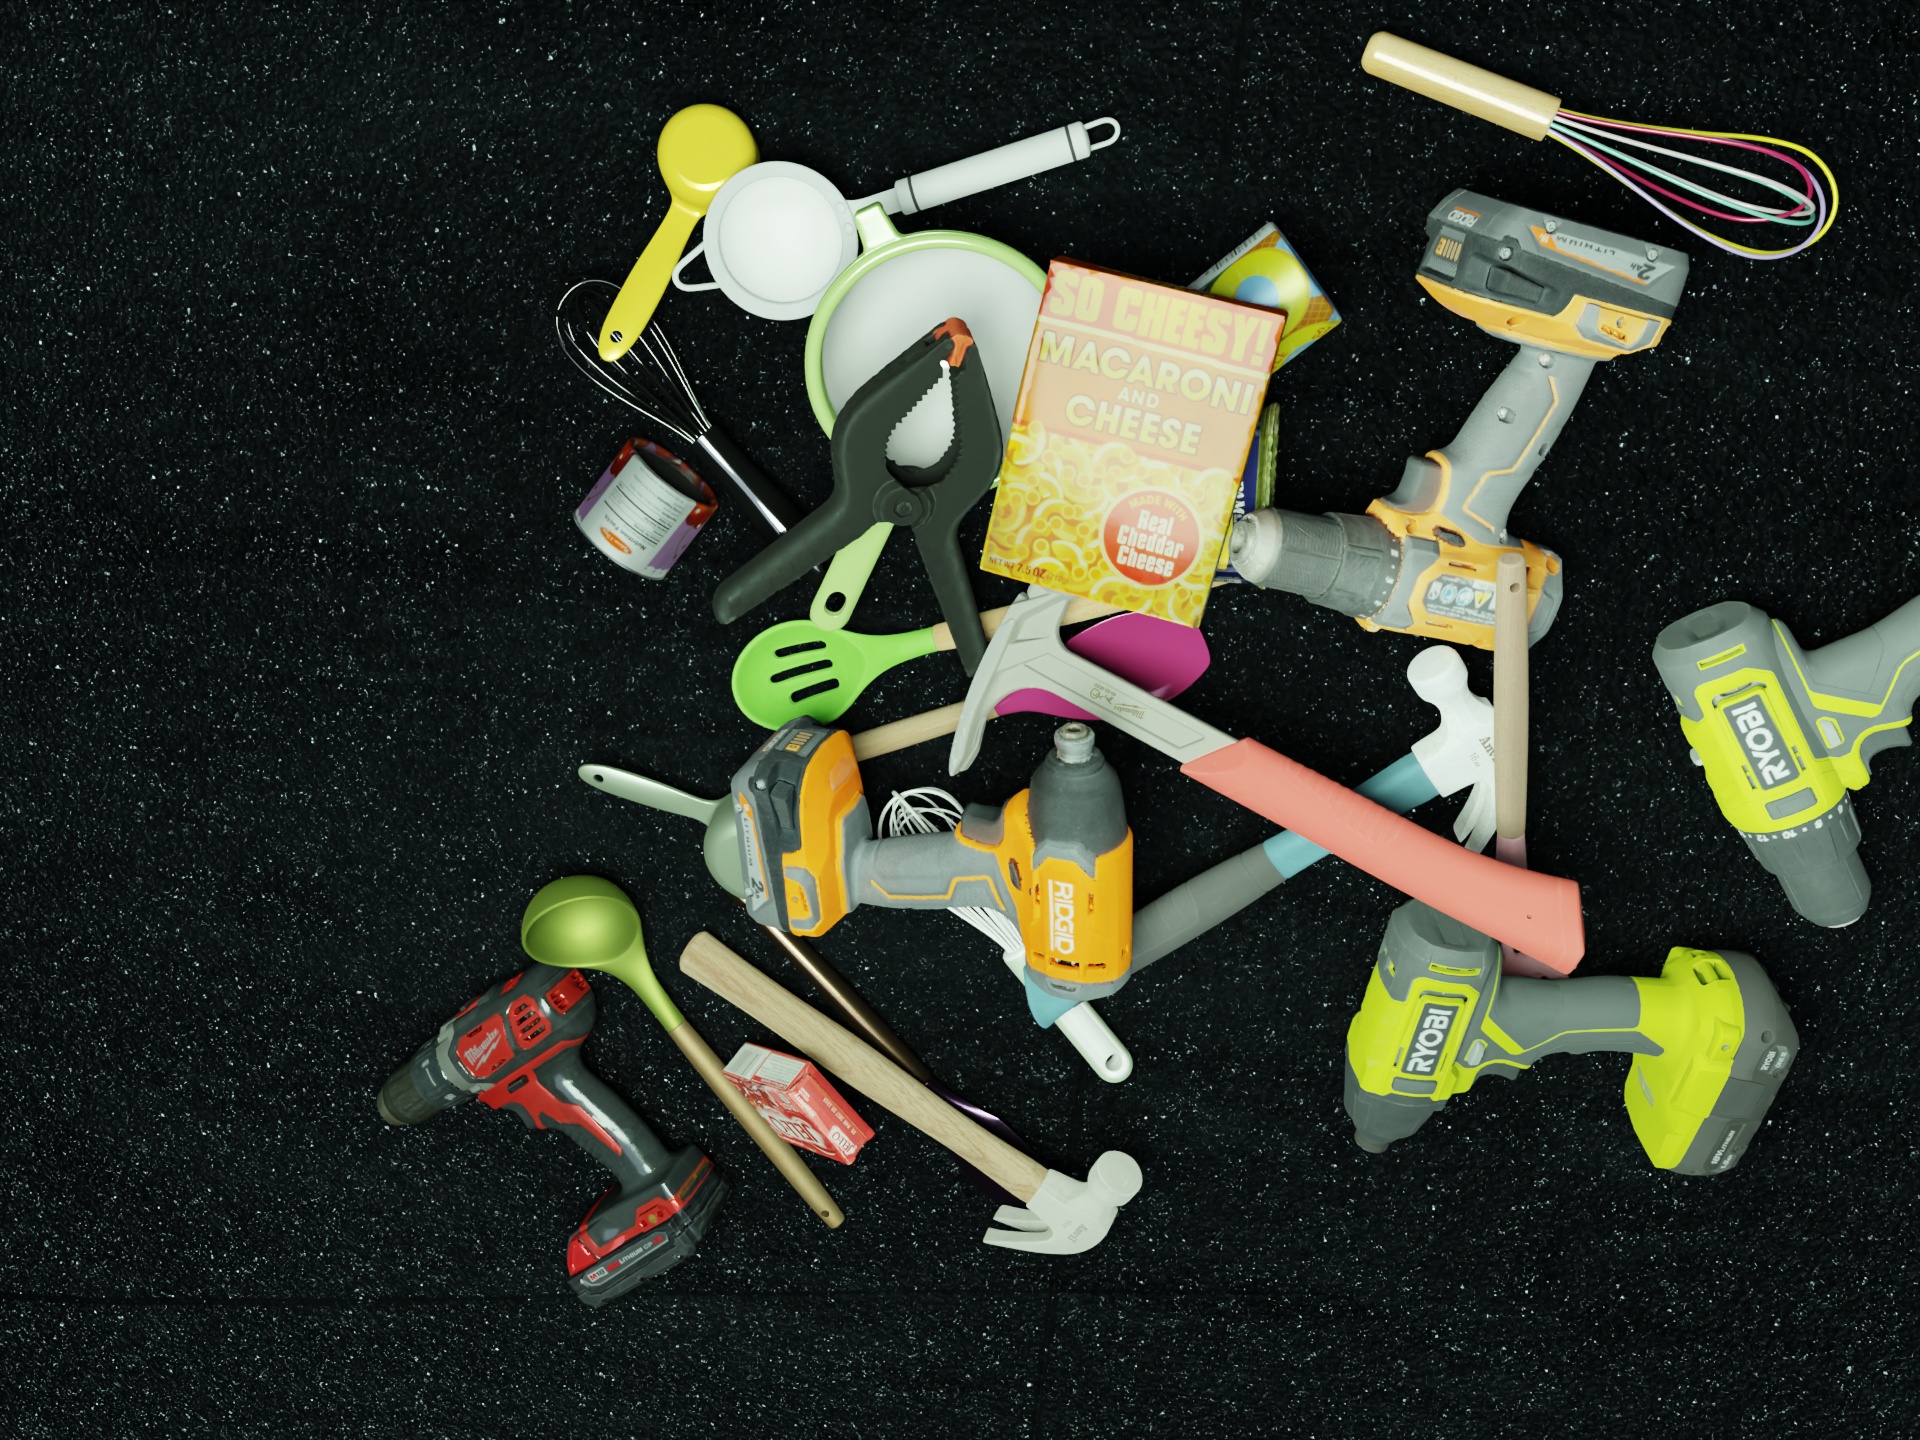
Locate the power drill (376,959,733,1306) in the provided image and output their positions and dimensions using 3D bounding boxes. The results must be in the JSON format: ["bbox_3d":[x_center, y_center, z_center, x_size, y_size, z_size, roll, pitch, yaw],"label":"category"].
[{"bbox_3d":[-0.291,0.296,1.122,0.188,0.080,0.226,-34,96,20],"label":"power drill"}]

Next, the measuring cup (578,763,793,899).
[{"bbox_3d":[-0.170,0.068,1.020,0.167,0.038,0.083,20,124,-4],"label":"measuring cup"}]

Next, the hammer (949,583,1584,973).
[{"bbox_3d":[0.169,0.044,0.880,0.359,0.036,0.149,29,107,15],"label":"hammer"}]

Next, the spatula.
[{"bbox_3d":[-0.044,0.227,1.073,0.316,0.018,0.059,47,121,-7],"label":"spatula"}]

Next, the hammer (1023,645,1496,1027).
[{"bbox_3d":[0.173,0.089,0.940,0.331,0.033,0.128,-33,119,17],"label":"hammer"}]

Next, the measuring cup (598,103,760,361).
[{"bbox_3d":[-0.165,-0.274,0.894,0.062,0.029,0.156,28,91,-3],"label":"measuring cup"}]

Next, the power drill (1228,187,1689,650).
[{"bbox_3d":[0.250,-0.151,0.821,0.185,0.084,0.226,8,114,-17],"label":"power drill"}]

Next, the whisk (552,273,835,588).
[{"bbox_3d":[-0.154,-0.167,0.948,0.055,0.055,0.239,-38,101,21],"label":"whisk"}]

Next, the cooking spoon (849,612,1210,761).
[{"bbox_3d":[-0.002,-0.003,0.984,0.319,0.017,0.068,-18,122,18],"label":"cooking spoon"}]

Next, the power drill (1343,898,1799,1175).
[{"bbox_3d":[0.339,0.192,0.917,0.223,0.080,0.171,6,122,-2],"label":"power drill"}]

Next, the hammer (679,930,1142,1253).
[{"bbox_3d":[-0.045,0.244,1.053,0.331,0.031,0.130,33,133,7],"label":"hammer"}]

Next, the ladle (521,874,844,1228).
[{"bbox_3d":[-0.181,0.234,1.087,0.078,0.062,0.320,-33,102,15],"label":"ladle"}]

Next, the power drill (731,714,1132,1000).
[{"bbox_3d":[-0.012,0.063,0.904,0.226,0.084,0.164,9,121,19],"label":"power drill"}]

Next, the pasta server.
[{"bbox_3d":[0.306,0.046,0.877,0.060,0.040,0.316,-12,127,4],"label":"pasta server"}]

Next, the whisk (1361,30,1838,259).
[{"bbox_3d":[0.321,-0.299,0.802,0.245,0.051,0.047,25,146,8],"label":"whisk"}]

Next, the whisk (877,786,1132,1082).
[{"bbox_3d":[0.033,0.139,1.013,0.058,0.059,0.246,-40,102,-7],"label":"whisk"}]

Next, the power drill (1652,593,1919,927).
[{"bbox_3d":[0.513,-0.004,0.843,0.228,0.080,0.190,-26,101,22],"label":"power drill"}]

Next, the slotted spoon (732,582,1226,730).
[{"bbox_3d":[0.010,-0.053,0.962,0.314,0.031,0.070,-13,105,14],"label":"slotted spoon"}]

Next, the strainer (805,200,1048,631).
[{"bbox_3d":[-0.031,-0.166,0.913,0.151,0.069,0.256,20,123,-14],"label":"strainer"}]

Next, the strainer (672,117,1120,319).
[{"bbox_3d":[-0.036,-0.288,0.884,0.258,0.050,0.086,-14,119,10],"label":"strainer"}]
